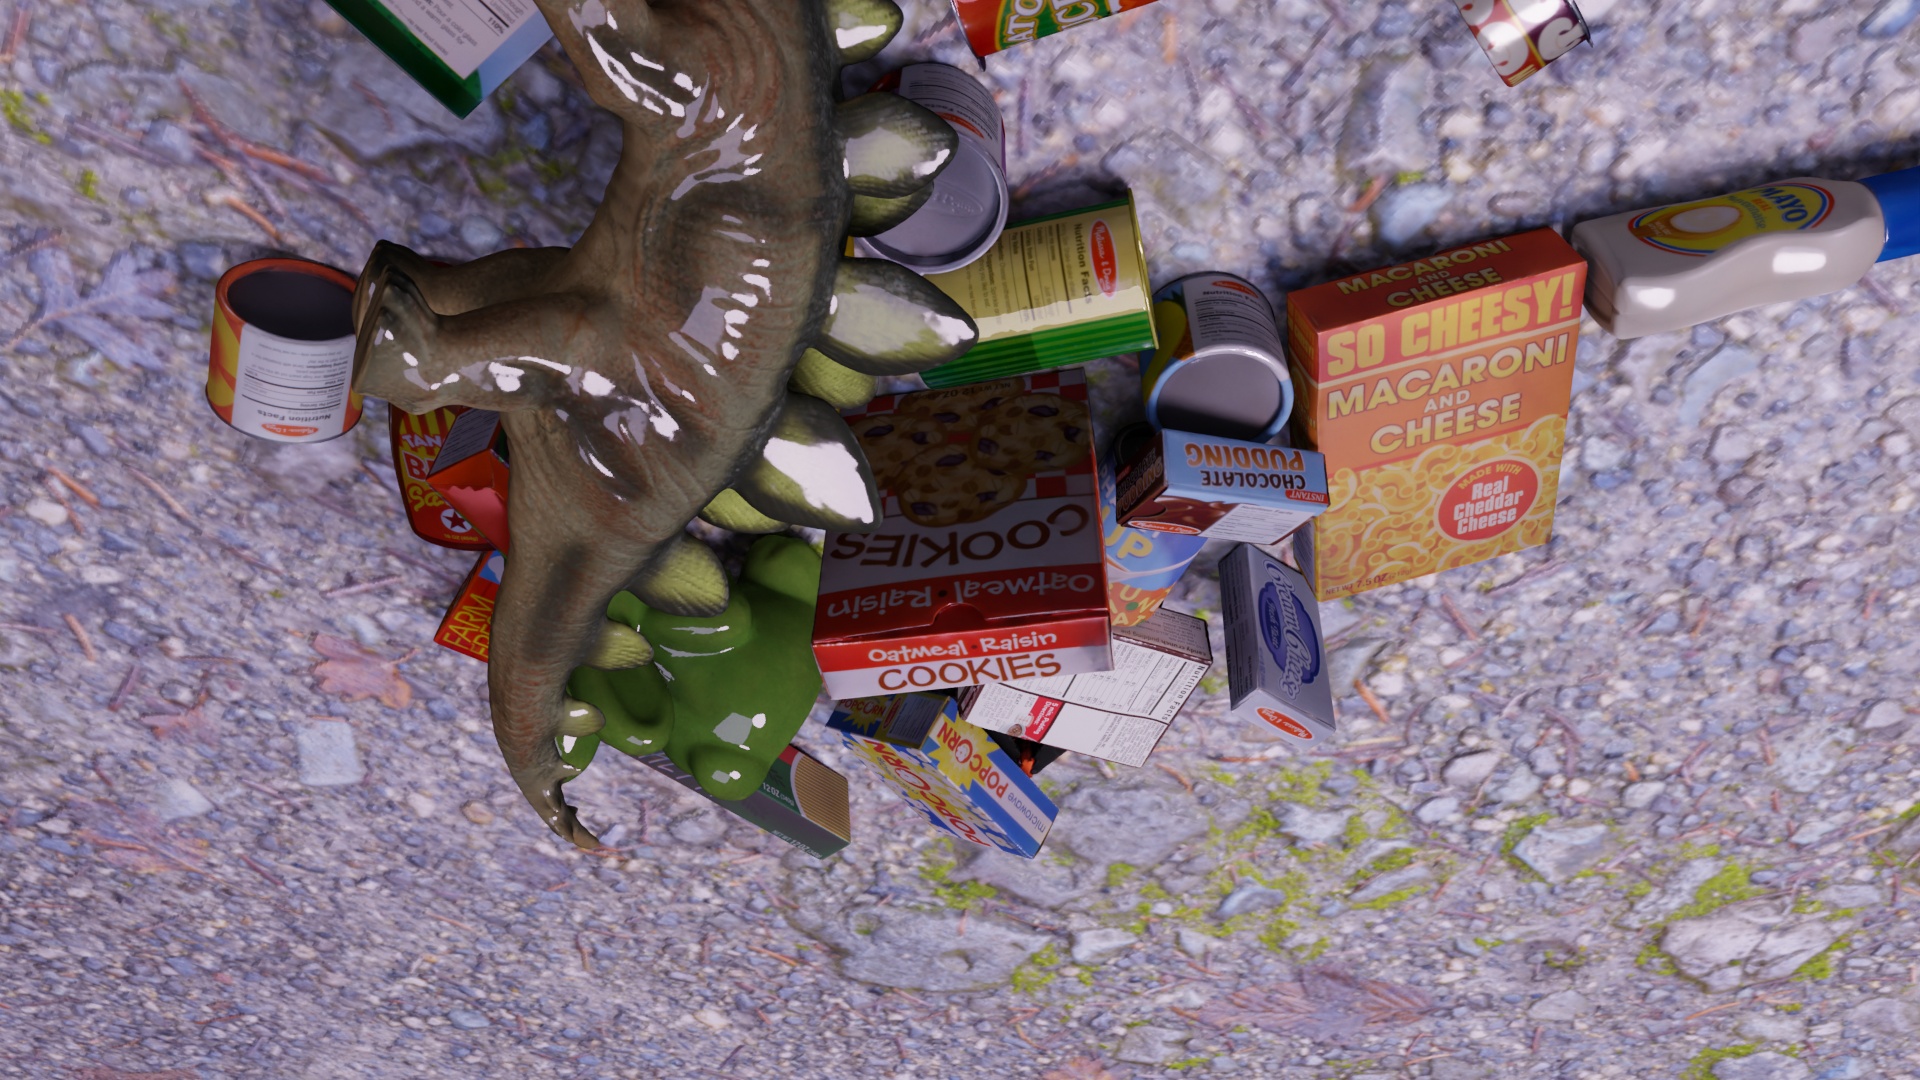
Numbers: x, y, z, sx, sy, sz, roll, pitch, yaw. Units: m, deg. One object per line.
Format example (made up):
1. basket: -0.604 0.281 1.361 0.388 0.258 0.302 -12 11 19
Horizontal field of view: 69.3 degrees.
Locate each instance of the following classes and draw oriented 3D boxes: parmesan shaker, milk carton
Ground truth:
1. parmesan shaker: 0.030 -0.109 0.606 0.103 0.072 0.071 -9 132 11
2. milk carton: -0.133 -0.241 0.481 0.190 0.073 0.073 -30 127 26

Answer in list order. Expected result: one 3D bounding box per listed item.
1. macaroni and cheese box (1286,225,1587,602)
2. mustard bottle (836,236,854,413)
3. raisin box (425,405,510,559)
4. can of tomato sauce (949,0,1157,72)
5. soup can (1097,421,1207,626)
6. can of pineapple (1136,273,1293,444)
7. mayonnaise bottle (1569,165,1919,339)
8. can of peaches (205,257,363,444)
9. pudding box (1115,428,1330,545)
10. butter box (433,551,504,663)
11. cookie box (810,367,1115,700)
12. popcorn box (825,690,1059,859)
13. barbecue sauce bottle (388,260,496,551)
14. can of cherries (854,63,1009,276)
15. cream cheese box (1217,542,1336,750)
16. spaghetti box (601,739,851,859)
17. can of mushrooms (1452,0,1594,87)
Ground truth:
1. macaroni and cheese box: 0.219 -0.055 0.655 0.124 0.040 0.165 -15 131 -1
2. mustard bottle: -0.077 -0.081 0.634 0.049 0.065 0.159 3 137 -8
3. raisin box: -0.181 -0.044 0.628 0.040 0.124 0.086 -23 128 21
4. can of tomato sauce: 0.036 -0.217 0.502 0.083 0.071 0.071 -14 131 13
5. soup can: 0.086 -0.007 0.695 0.071 0.072 0.083 17 131 -14
6. can of pineapple: 0.115 -0.078 0.636 0.071 0.058 0.070 0 133 0
7. mayonnaise bottle: 0.342 -0.126 0.588 0.148 0.065 0.041 -12 128 7
8. can of peaches: -0.303 -0.088 0.629 0.071 0.071 0.057 17 127 -15
9. pudding box: 0.117 -0.023 0.626 0.084 0.030 0.049 6 158 -18
10. butter box: -0.246 0.030 0.765 0.053 0.024 0.103 26 128 -23
11. cookie box: 0.002 -0.008 0.628 0.123 0.168 0.040 -7 132 7
12. popcorn box: -0.010 0.135 0.824 0.085 0.038 0.126 5 145 46
13. barbecue sauce bottle: -0.244 -0.062 0.667 0.065 0.044 0.147 6 132 1
14. can of cherries: -0.015 -0.151 0.571 0.071 0.059 0.071 0 133 0
15. cream cheese box: 0.164 0.053 0.725 0.053 0.104 0.024 29 131 -22
16. spaghetti box: -0.156 0.116 0.807 0.028 0.050 0.249 -32 131 22
17. can of mushrooms: 0.202 -0.202 0.514 0.033 0.071 0.071 -32 125 27
